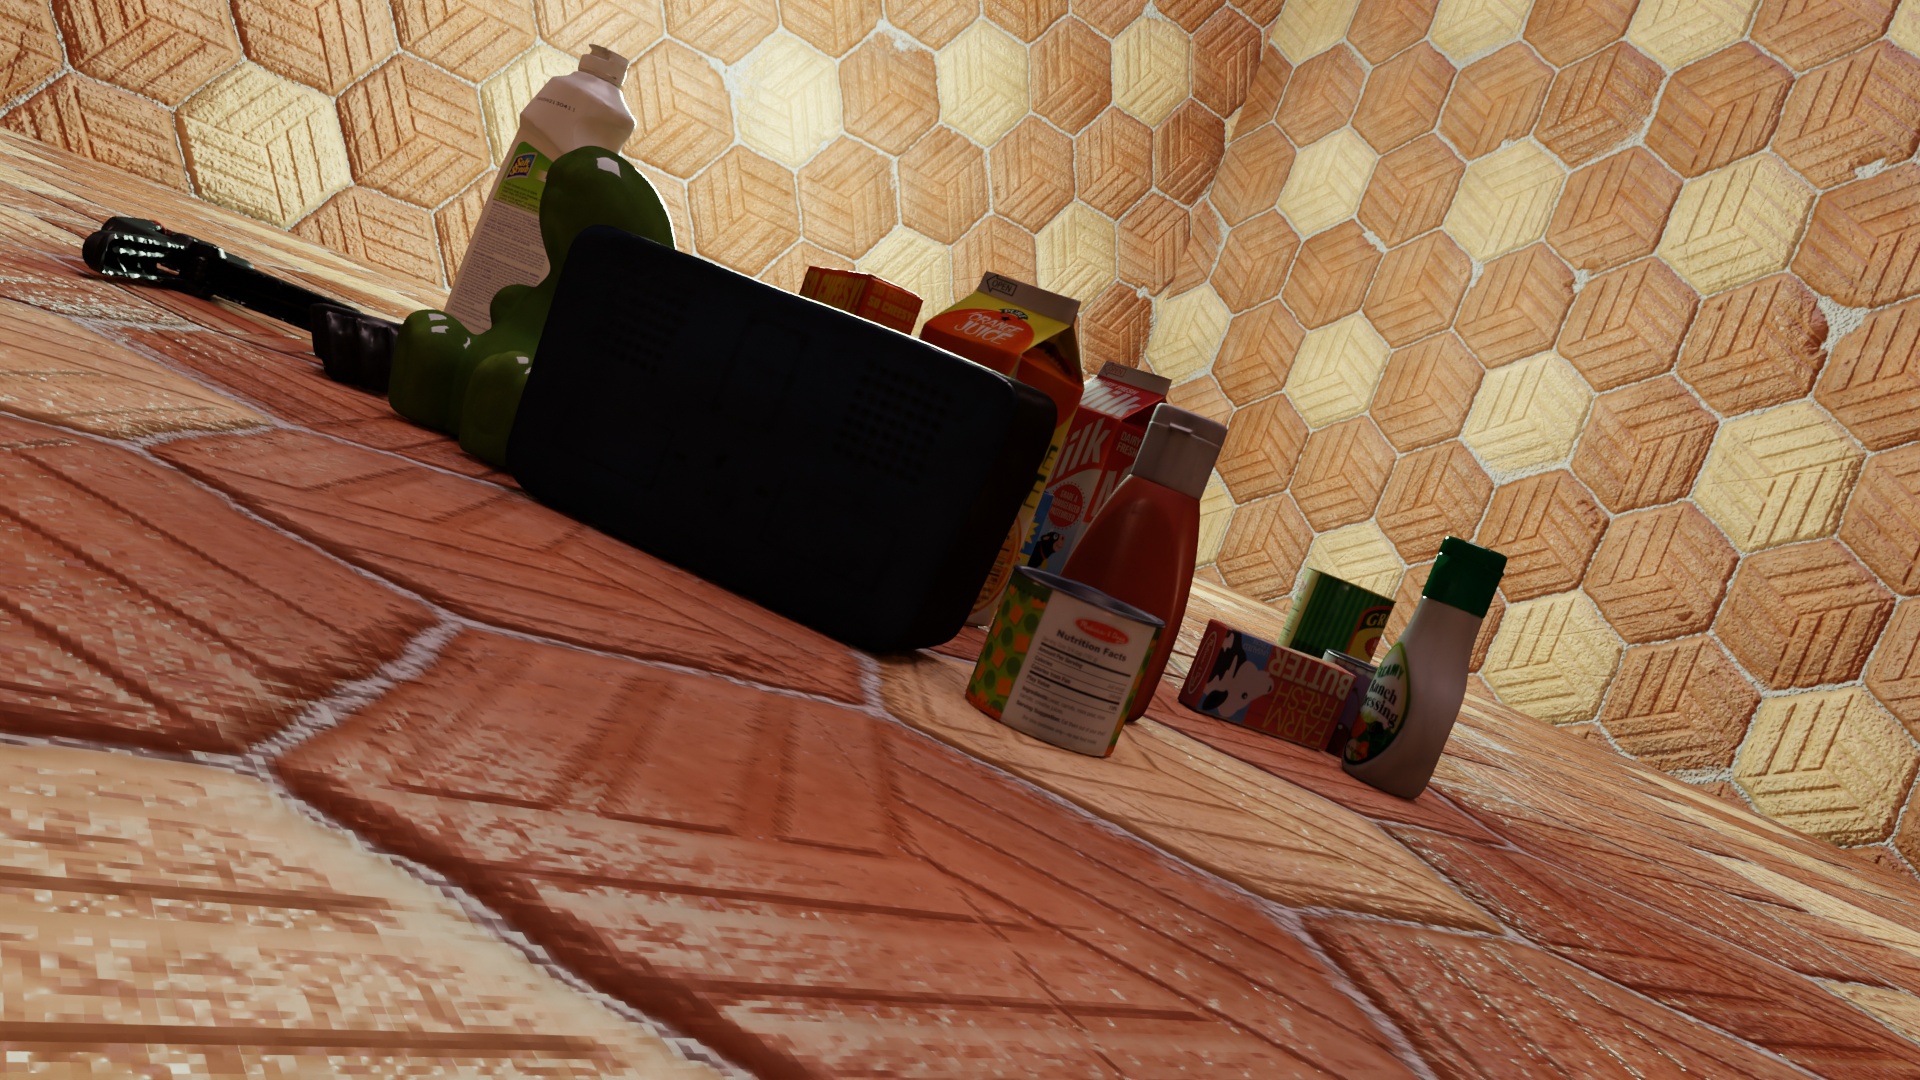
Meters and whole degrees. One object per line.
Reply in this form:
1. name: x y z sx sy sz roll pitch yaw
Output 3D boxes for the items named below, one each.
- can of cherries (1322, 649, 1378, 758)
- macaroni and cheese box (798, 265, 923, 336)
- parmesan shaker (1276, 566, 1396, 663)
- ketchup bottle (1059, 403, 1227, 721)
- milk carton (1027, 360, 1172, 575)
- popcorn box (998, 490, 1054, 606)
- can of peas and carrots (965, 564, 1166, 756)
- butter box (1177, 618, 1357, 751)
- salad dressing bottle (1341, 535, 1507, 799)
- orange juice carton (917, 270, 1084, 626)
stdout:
1. can of cherries: 0.254 0.108 0.874 0.071 0.058 0.071 21 4 -1
2. macaroni and cheese box: -0.089 -0.083 0.863 0.040 0.166 0.124 20 4 -27
3. parmesan shaker: 0.261 0.078 0.994 0.071 0.103 0.071 21 3 -1
4. ketchup bottle: 0.085 0.009 0.670 0.065 0.148 0.043 23 3 18
5. milk carton: 0.094 -0.036 1.009 0.073 0.190 0.072 18 5 -43
6. popcorn box: 0.003 -0.012 0.980 0.038 0.085 0.127 19 4 -34
7. can of peas and carrots: 0.042 0.048 0.567 0.071 0.058 0.071 21 4 -1
8. butter box: 0.183 0.087 0.825 0.103 0.053 0.024 20 4 -25
9. salad dressing bottle: 0.265 0.071 0.790 0.044 0.147 0.064 21 3 -8
10. orange juice carton: 0.006 -0.055 0.786 0.072 0.192 0.073 24 4 36
